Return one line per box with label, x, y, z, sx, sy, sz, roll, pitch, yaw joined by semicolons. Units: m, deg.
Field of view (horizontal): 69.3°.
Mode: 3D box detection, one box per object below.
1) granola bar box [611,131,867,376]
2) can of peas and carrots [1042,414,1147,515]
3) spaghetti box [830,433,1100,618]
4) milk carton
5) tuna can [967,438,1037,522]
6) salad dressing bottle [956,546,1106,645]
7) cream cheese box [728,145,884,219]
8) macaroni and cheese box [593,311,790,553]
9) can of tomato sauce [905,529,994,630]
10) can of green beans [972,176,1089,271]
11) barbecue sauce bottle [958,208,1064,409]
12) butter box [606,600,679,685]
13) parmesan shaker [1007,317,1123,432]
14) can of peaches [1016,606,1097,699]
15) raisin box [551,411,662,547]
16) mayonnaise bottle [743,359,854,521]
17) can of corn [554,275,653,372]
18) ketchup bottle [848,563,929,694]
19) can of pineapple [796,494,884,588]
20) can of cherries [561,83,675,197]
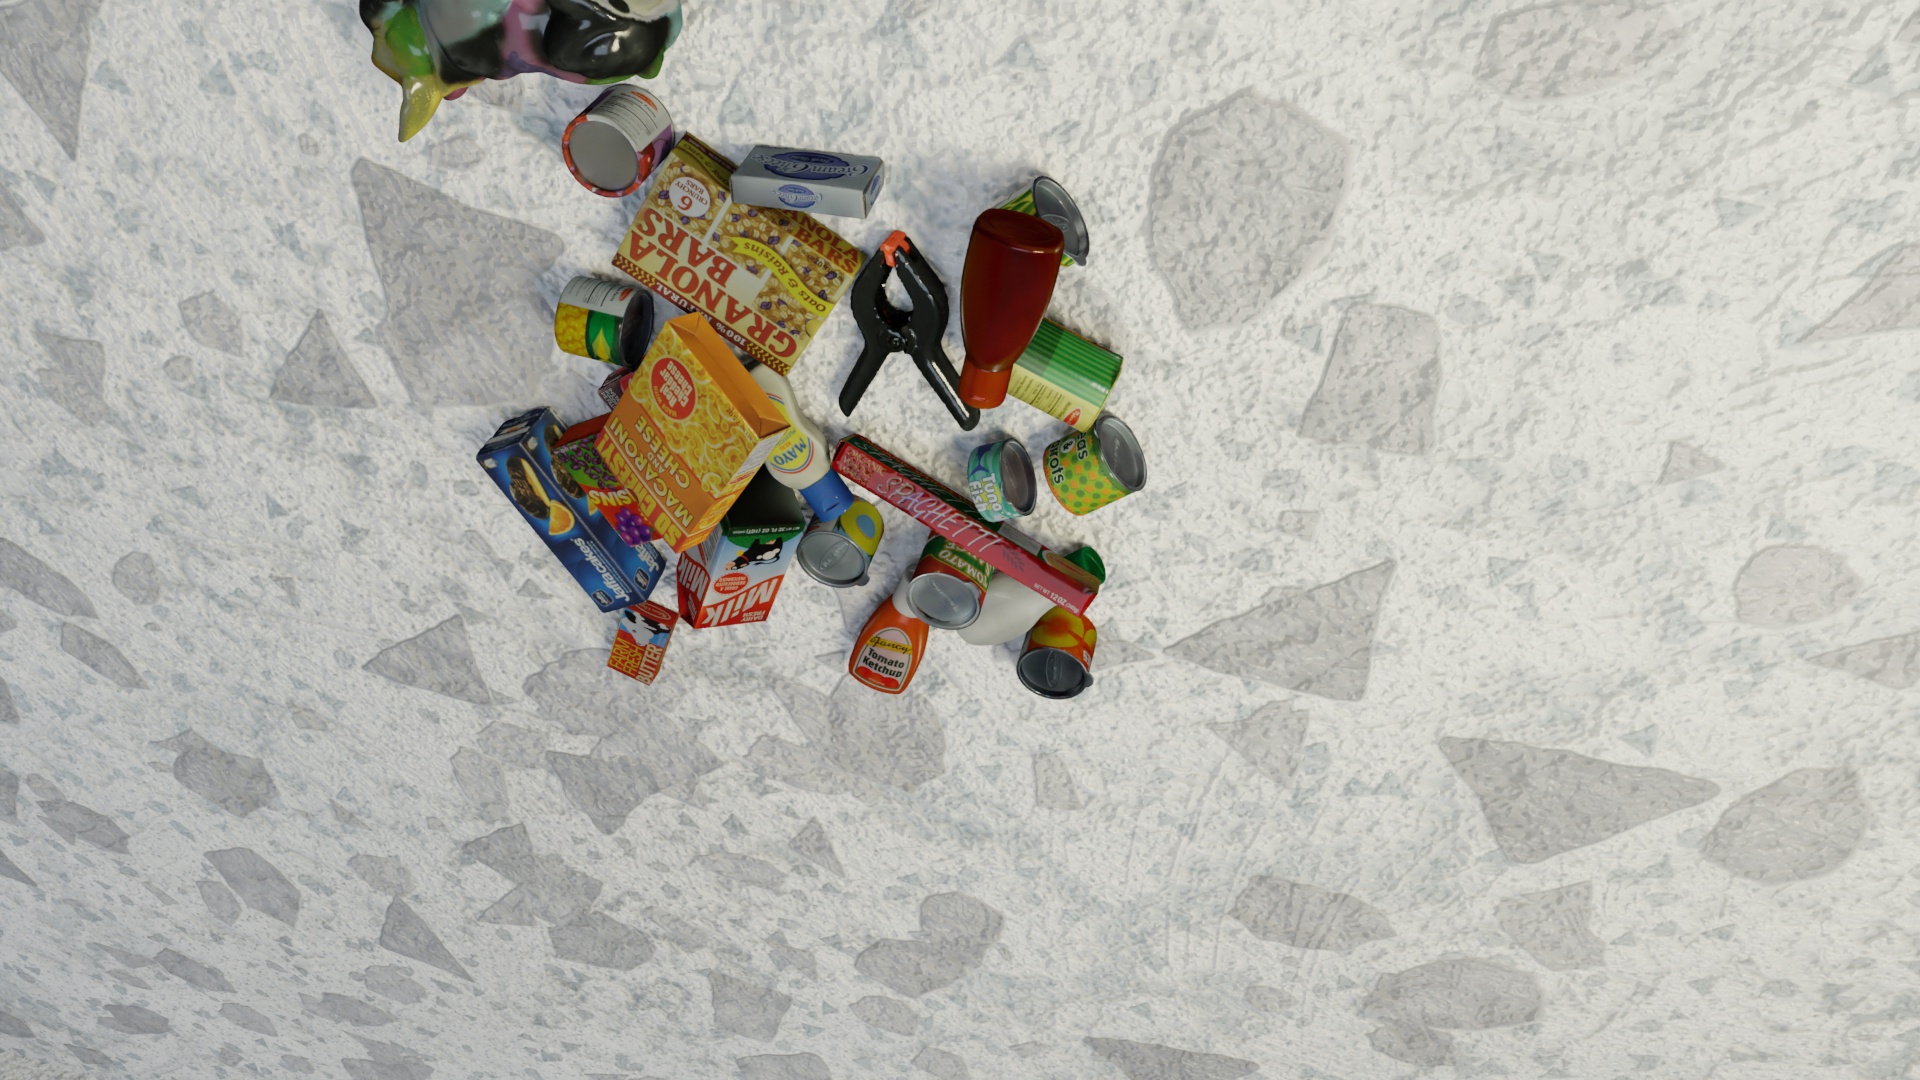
granola bar box;-0.175;-0.220;1.089;0.165;0.039;0.123;33;132;-12
can of peas and carrots;0.107;-0.061;1.119;0.058;0.071;0.071;-26;118;34
spaghetti box;0.004;-0.015;1.175;0.250;0.050;0.028;31;105;2
milk carton;-0.206;0.018;1.262;0.072;0.074;0.189;-4;143;-29
tuna can;0.034;-0.048;1.150;0.033;0.071;0.071;-12;125;27
salad dressing bottle;0.061;0.049;1.245;0.147;0.044;0.064;-26;118;31
cream cheese box;-0.112;-0.264;1.021;0.104;0.054;0.024;9;134;10
macaroni and cheese box;-0.224;-0.085;1.134;0.124;0.040;0.165;51;131;9
can of tomato sauce;-0.004;0.026;1.217;0.071;0.083;0.070;9;132;10
can of green beans;0.051;-0.219;1.000;0.057;0.071;0.071;-26;118;34
barbecue sauce bottle;0.028;-0.159;0.984;0.065;0.044;0.147;17;135;3
butter box;-0.327;0.102;1.426;0.053;0.024;0.103;25;132;-4
parmesan shaker;0.065;-0.136;1.066;0.103;0.072;0.071;27;132;-5
can of peaches;0.091;0.103;1.272;0.071;0.058;0.070;8;131;10
raisin box;-0.299;-0.057;1.269;0.086;0.040;0.123;-15;124;27
mayonnaise bottle;-0.146;-0.083;1.183;0.064;0.041;0.147;-33;111;8
can of corn;-0.293;-0.178;1.143;0.058;0.071;0.070;14;132;7
ketchup bottle;-0.058;0.082;1.311;0.065;0.044;0.148;23;132;-2
can of pineapple;-0.106;0.001;1.245;0.071;0.058;0.070;9;132;10
can of cherries;-0.255;-0.295;1.036;0.071;0.059;0.071;9;131;10
